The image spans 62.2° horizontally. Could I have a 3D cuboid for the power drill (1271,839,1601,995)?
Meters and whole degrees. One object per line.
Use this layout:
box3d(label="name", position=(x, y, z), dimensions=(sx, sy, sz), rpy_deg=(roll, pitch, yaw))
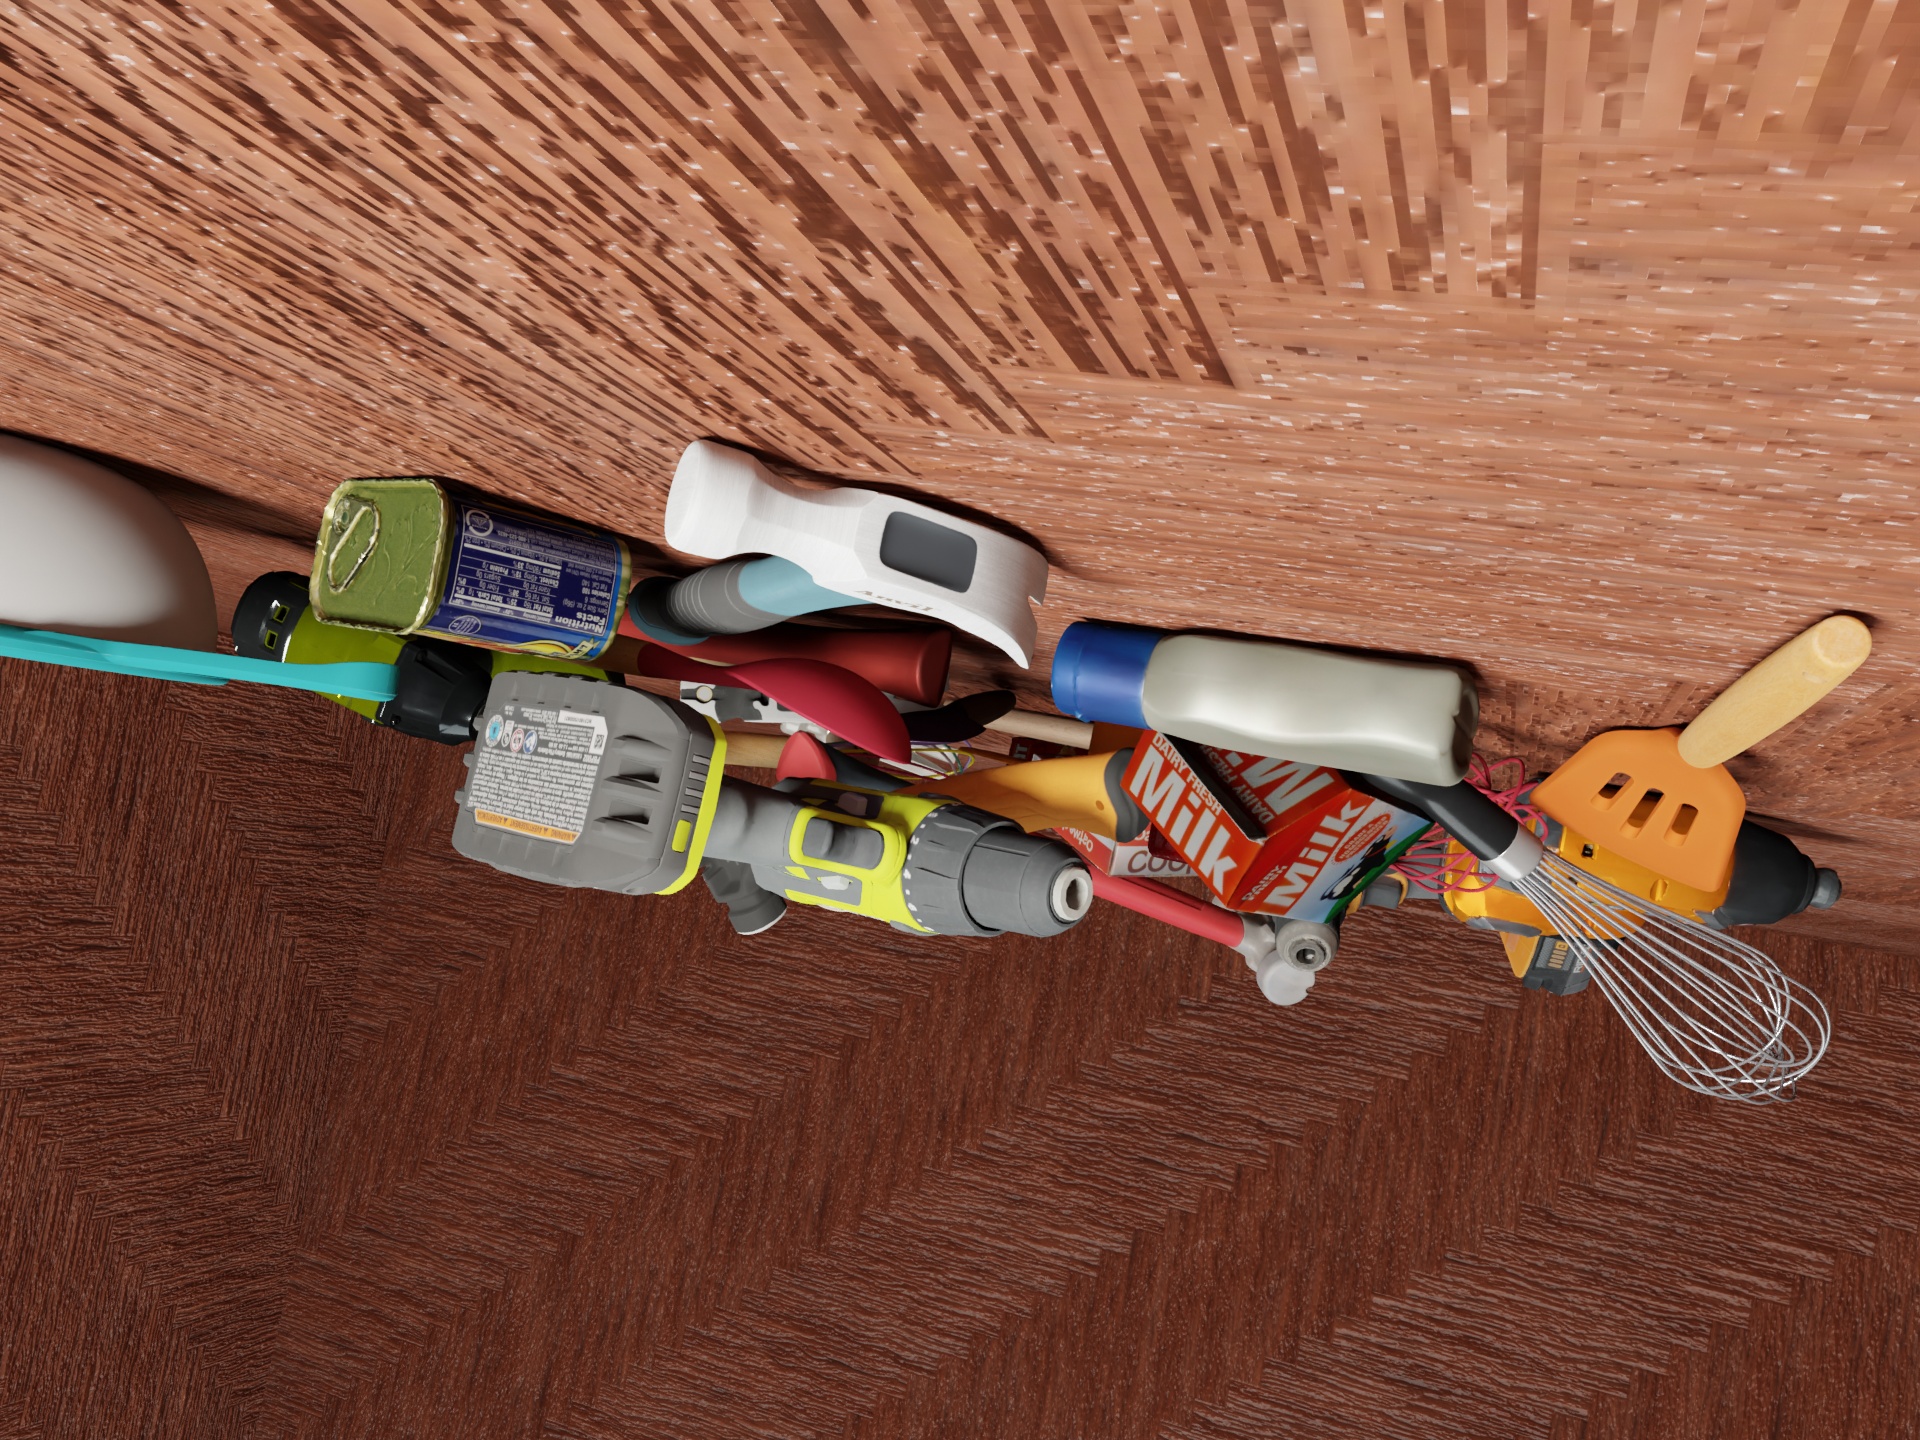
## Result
box3d(label="power drill", position=(0.317, 0.121, 1.084), dimensions=(0.226, 0.084, 0.185), rpy_deg=(11, -150, 7))

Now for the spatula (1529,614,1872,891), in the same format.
box3d(label="spatula", position=(0.238, 0.014, 0.510), dimensions=(0.081, 0.041, 0.322), rpy_deg=(29, 180, 18))

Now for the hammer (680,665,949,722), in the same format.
box3d(label="hammer", position=(-0.079, -0.011, 1.028), dimensions=(0.146, 0.035, 0.335), rpy_deg=(1, 179, 0))

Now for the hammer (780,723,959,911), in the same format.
box3d(label="hammer", position=(-0.067, 0.056, 1.126), dimensions=(0.146, 0.038, 0.411), rpy_deg=(20, -169, -7))

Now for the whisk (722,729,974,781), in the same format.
box3d(label="whisk", position=(-0.087, 0.026, 1.054), dimensions=(0.244, 0.051, 0.047), rpy_deg=(6, -178, -41))

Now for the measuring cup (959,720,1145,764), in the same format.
box3d(label="measuring cup", position=(0.076, 0.009, 0.847), dimensions=(0.174, 0.052, 0.095), rpy_deg=(11, 177, 33))

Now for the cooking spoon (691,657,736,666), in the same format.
box3d(label="cooking spoon", position=(-0.153, -0.038, 1.060), dimensions=(0.069, 0.017, 0.319), rpy_deg=(18, 177, 6))

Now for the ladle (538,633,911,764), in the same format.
box3d(label="ladle", position=(-0.150, -0.029, 0.676), dimensions=(0.315, 0.031, 0.069), rpy_deg=(13, 174, 32))

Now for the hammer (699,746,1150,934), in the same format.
box3d(label="hammer", position=(-0.039, 0.044, 0.818), dimensions=(0.337, 0.127, 0.034), rpy_deg=(-11, -159, 46))

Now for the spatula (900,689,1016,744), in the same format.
box3d(label="spatula", position=(-0.001, -0.003, 0.801), dimensions=(0.060, 0.018, 0.316), rpy_deg=(3, -176, 10))

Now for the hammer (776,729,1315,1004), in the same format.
box3d(label="hammer", position=(0.056, 0.085, 1.070), dimensions=(0.386, 0.038, 0.143), rpy_deg=(23, -164, -19))

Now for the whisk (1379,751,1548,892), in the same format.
box3d(label="whisk", position=(0.243, 0.071, 0.879), dimensions=(0.073, 0.073, 0.295), rpy_deg=(11, 166, -3))

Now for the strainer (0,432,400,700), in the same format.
box3d(label="strainer", position=(-0.371, -0.070, 0.680), dimensions=(0.340, 0.095, 0.211), rpy_deg=(8, 177, 23))

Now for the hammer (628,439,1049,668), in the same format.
box3d(label="hammer", position=(-0.072, -0.048, 0.579), dimensions=(0.128, 0.033, 0.331), rpy_deg=(14, 176, -21))

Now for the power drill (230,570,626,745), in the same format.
box3d(label="power drill", position=(-0.305, -0.025, 0.972), dimensions=(0.171, 0.080, 0.223), rpy_deg=(24, -177, 13))

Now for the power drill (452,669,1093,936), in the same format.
box3d(label="power drill", position=(-0.073, 0.046, 0.671), dimensions=(0.191, 0.080, 0.228), rpy_deg=(6, 171, 45))

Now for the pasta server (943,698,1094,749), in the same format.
box3d(label="pasta server", position=(0.134, 0.027, 1.044), dimensions=(0.316, 0.040, 0.060), rpy_deg=(11, -165, 20))

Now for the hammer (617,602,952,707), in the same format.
box3d(label="hammer", position=(-0.157, -0.048, 0.805), dimensions=(0.359, 0.037, 0.149), rpy_deg=(9, 176, 37))

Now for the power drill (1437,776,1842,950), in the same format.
box3d(label="power drill", position=(0.371, 0.084, 0.899), dimensions=(0.164, 0.084, 0.226), rpy_deg=(10, 172, 4))

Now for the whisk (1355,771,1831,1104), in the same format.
box3d(label="whisk", position=(0.249, 0.073, 0.657), dimensions=(0.284, 0.070, 0.070), rpy_deg=(37, 170, -12))
